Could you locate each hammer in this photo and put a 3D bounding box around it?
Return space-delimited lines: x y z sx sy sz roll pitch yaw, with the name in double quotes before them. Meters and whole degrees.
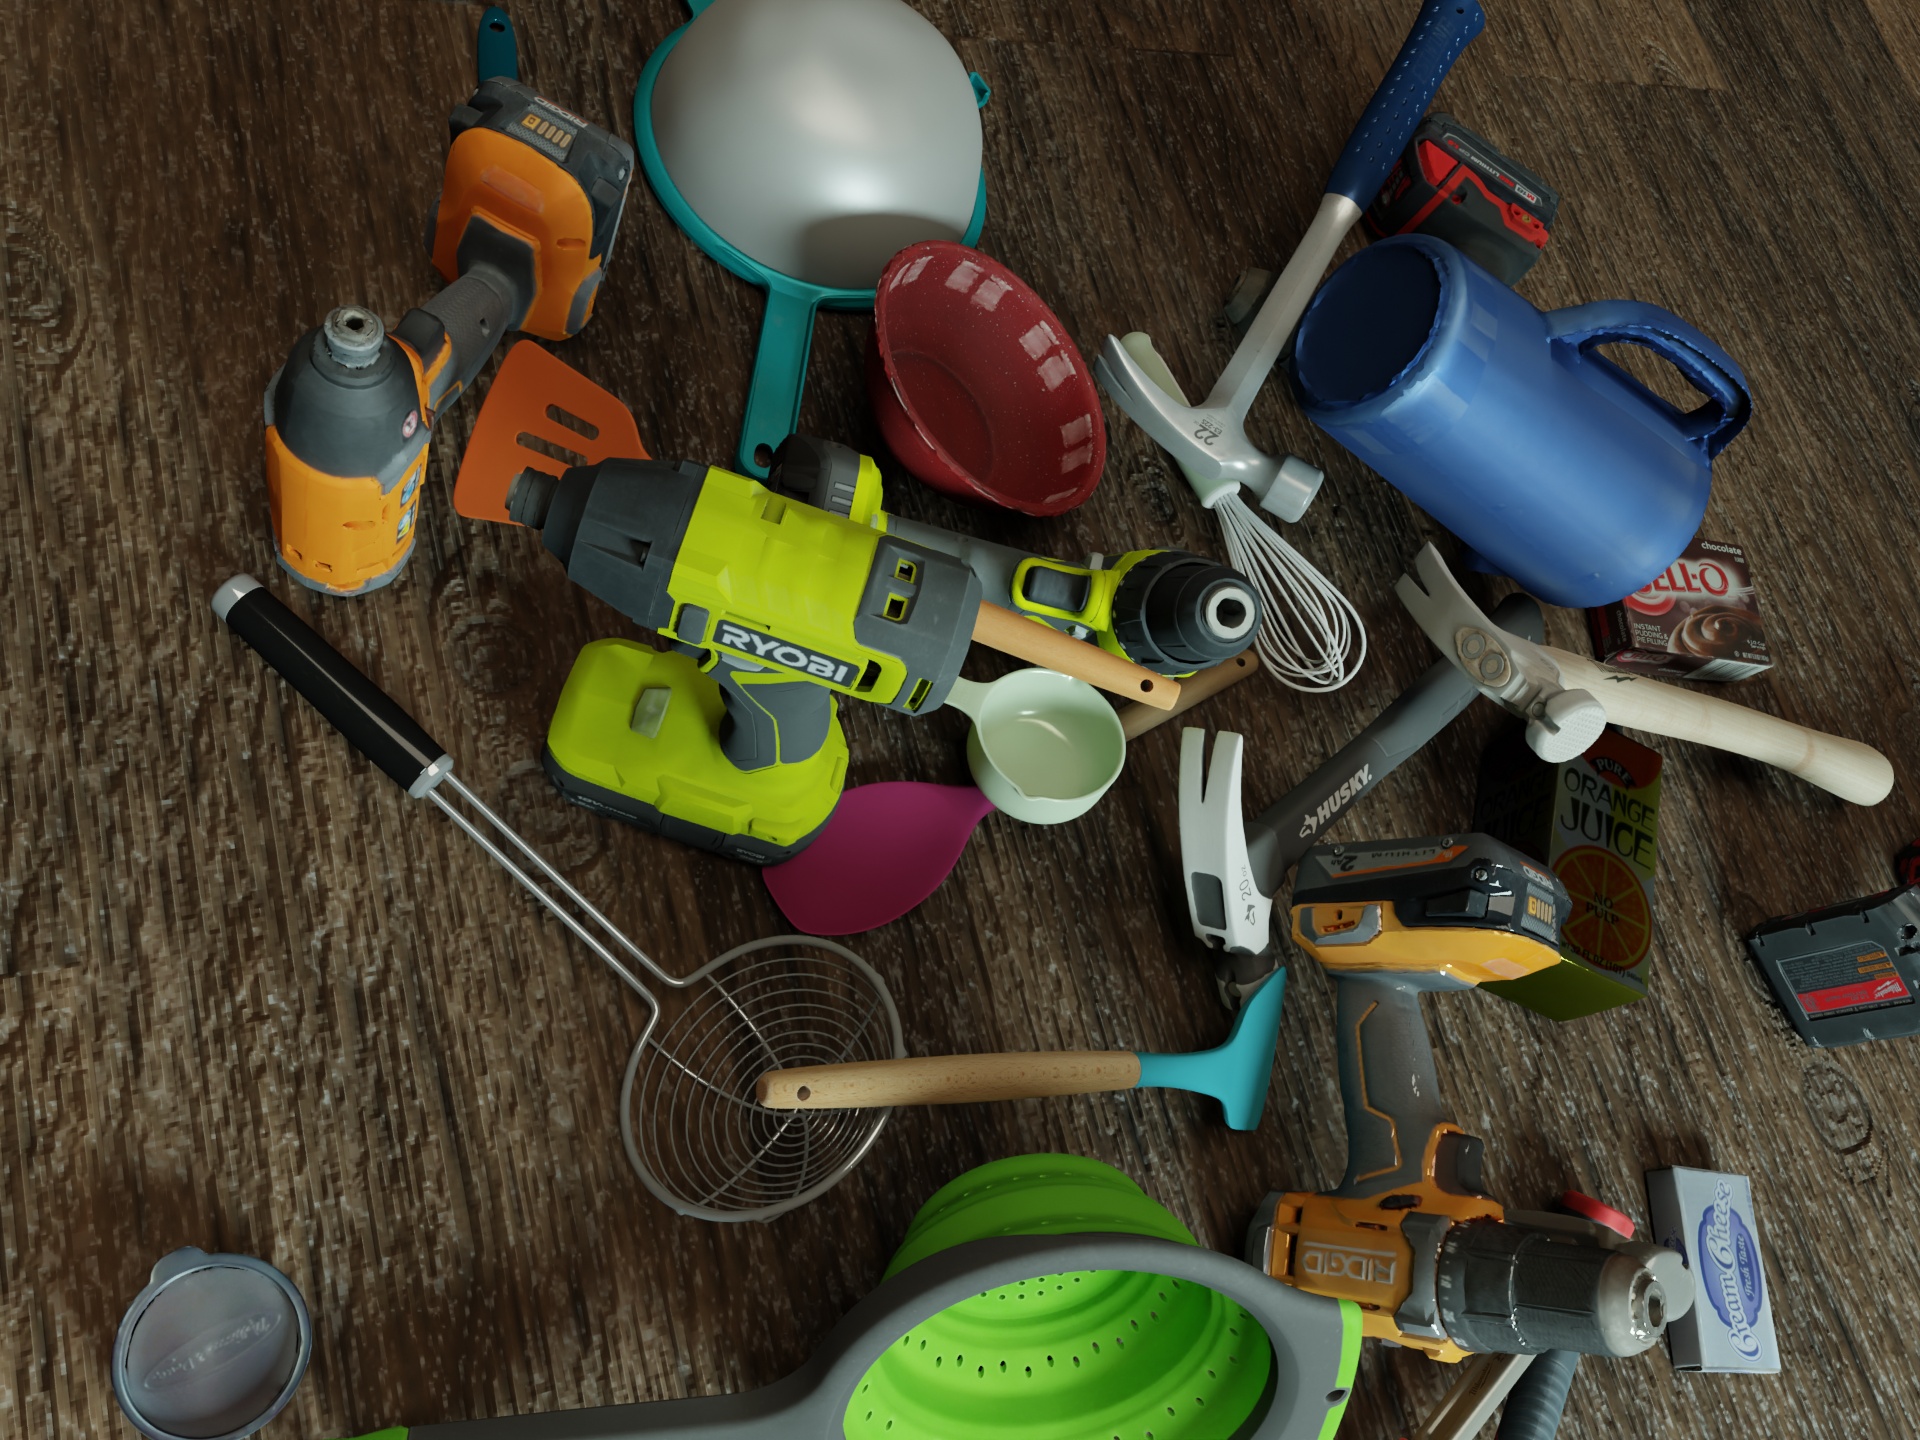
"hammer" 0.423 -0.009 0.932 0.410 0.038 0.146 11 34 -35
"hammer" 0.236 0.375 0.719 0.038 0.143 0.386 26 46 17
"hammer" 0.220 -0.305 0.955 0.144 0.035 0.406 31 67 1
"hammer" 0.170 0.356 0.694 0.359 0.149 0.036 -42 92 -20
"hammer" 0.231 0.009 0.871 0.335 0.035 0.146 -34 118 -36

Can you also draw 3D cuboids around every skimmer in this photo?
"skimmer" -0.180 0.059 0.666 0.363 0.090 0.127 43 74 0

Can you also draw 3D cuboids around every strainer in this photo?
"strainer" -0.075 -0.285 0.856 0.211 0.095 0.341 15 62 -17

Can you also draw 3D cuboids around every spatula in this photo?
"spatula" 0.046 0.150 0.685 0.317 0.044 0.082 7 94 -37
"spatula" -0.059 -0.069 0.673 0.322 0.041 0.081 22 92 -2

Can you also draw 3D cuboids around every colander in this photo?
"colander" -0.046 0.250 0.640 0.397 0.204 0.095 -2 34 -8

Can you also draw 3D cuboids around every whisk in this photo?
"whisk" 0.155 -0.124 0.915 0.059 0.057 0.246 -28 75 1

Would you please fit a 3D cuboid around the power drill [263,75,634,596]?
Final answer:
"power drill" -0.229 -0.180 0.707 0.084 0.164 0.227 27 59 -8

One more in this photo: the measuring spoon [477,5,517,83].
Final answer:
"measuring spoon" -0.245 -0.334 0.846 0.042 0.021 0.129 1 69 -23

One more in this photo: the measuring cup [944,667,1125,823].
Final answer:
"measuring cup" -0.001 -0.003 0.789 0.167 0.038 0.083 23 55 1

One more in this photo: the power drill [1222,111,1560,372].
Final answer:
"power drill" 0.277 -0.282 1.019 0.188 0.080 0.227 30 63 -8

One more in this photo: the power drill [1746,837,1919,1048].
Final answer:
"power drill" 0.593 0.109 0.947 0.219 0.143 0.078 -22 81 -27

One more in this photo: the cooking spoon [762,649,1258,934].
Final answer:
"cooking spoon" 0.039 0.026 0.817 0.319 0.017 0.069 -26 70 -29

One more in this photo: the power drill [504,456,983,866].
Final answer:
"power drill" -0.103 -0.024 0.653 0.171 0.223 0.080 19 63 -9

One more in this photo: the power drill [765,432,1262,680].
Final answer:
"power drill" 0.019 -0.069 0.755 0.228 0.190 0.080 13 91 -12

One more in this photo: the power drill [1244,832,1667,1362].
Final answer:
"power drill" 0.225 0.170 0.719 0.084 0.185 0.226 25 67 -38
